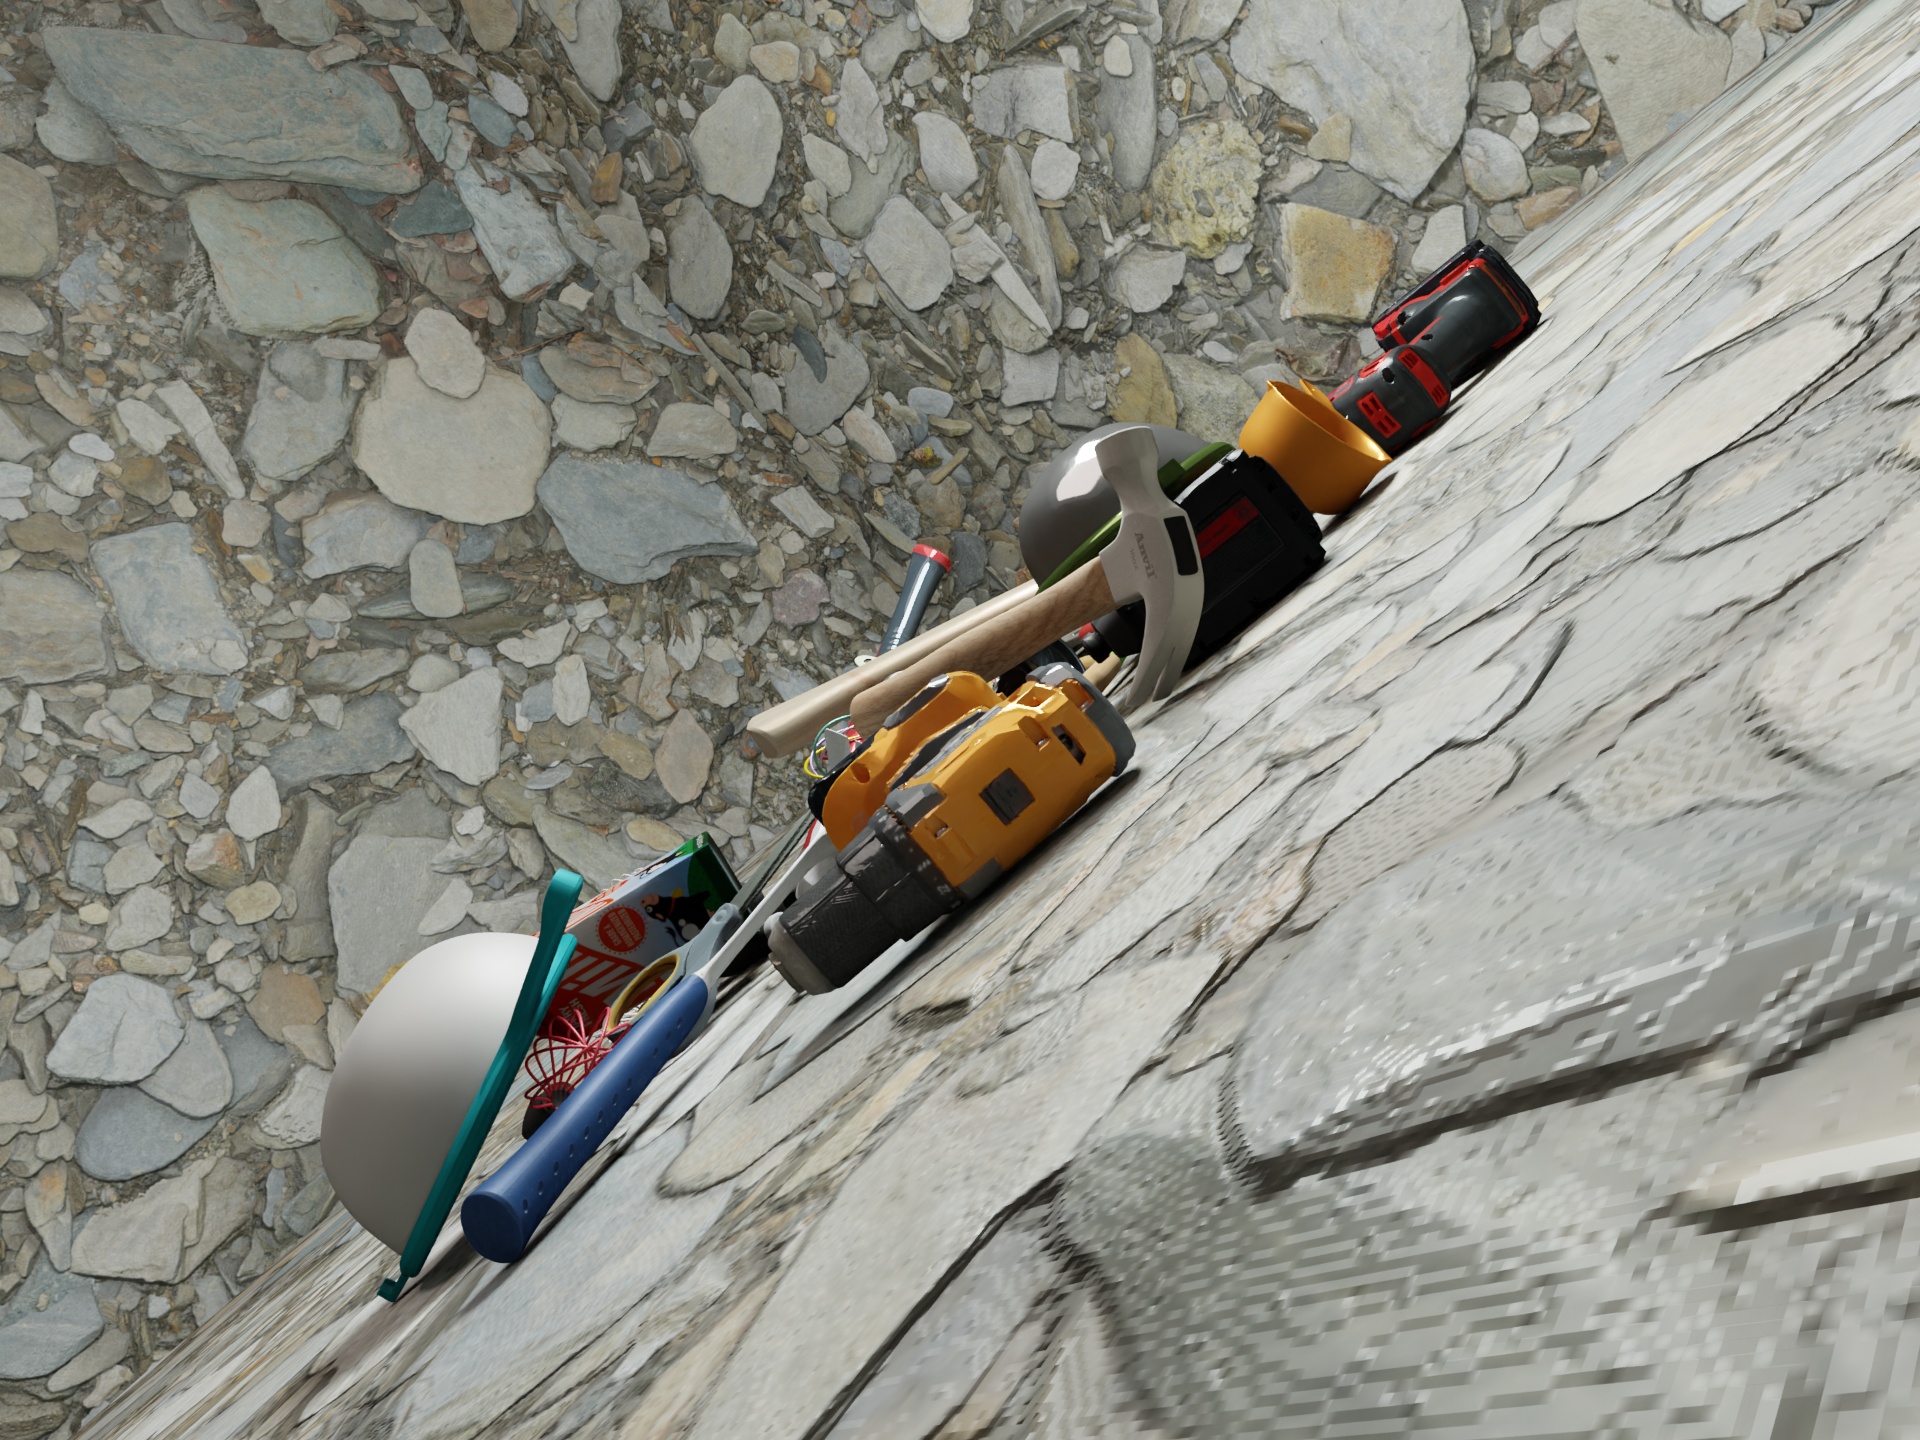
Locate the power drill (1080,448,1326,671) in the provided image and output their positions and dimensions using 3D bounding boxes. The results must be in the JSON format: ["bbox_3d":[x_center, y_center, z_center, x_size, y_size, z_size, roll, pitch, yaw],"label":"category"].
[{"bbox_3d":[0.136,-0.087,0.965,0.143,0.078,0.219,-39,0,3],"label":"power drill"}]

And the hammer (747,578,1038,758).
[{"bbox_3d":[0.027,-0.080,1.183,0.410,0.038,0.146,-26,26,9],"label":"hammer"}]

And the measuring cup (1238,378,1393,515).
[{"bbox_3d":[0.224,-0.186,1.045,0.052,0.095,0.174,-57,7,23],"label":"measuring cup"}]

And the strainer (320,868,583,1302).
[{"bbox_3d":[-0.287,0.168,0.886,0.340,0.095,0.211,122,170,-45],"label":"strainer"}]

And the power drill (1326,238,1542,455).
[{"bbox_3d":[0.313,-0.243,1.180,0.227,0.080,0.188,-45,5,-36],"label":"power drill"}]

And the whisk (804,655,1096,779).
[{"bbox_3d":[-0.003,-0.005,1.155,0.245,0.051,0.047,-20,1,-24],"label":"whisk"}]

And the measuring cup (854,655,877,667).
[{"bbox_3d":[-0.031,-0.039,1.244,0.083,0.038,0.168,-32,37,-32],"label":"measuring cup"}]

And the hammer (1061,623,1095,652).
[{"bbox_3d":[0.134,-0.091,1.446,0.149,0.036,0.359,-39,2,-6],"label":"hammer"}]

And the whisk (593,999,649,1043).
[{"bbox_3d":[-0.224,0.213,1.146,0.059,0.058,0.246,-7,-8,-26],"label":"whisk"}]

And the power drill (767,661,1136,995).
[{"bbox_3d":[-0.020,0.050,0.778,0.185,0.084,0.226,-41,7,-7],"label":"power drill"}]

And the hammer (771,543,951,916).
[{"bbox_3d":[-0.083,0.001,1.329,0.143,0.038,0.387,-39,24,46],"label":"hammer"}]

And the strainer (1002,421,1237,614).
[{"bbox_3d":[0.111,-0.155,1.001,0.151,0.069,0.256,-42,-2,36],"label":"strainer"}]

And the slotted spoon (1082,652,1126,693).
[{"bbox_3d":[0.089,-0.026,1.067,0.070,0.031,0.314,-25,13,40],"label":"slotted spoon"}]

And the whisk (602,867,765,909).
[{"bbox_3d":[-0.226,0.151,1.306,0.070,0.070,0.284,-41,15,-30],"label":"whisk"}]

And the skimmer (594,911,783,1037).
[{"bbox_3d":[-0.235,0.184,1.276,0.127,0.090,0.363,3,-23,-37],"label":"skimmer"}]

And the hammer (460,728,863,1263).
[{"bbox_3d":[-0.144,0.142,0.895,0.406,0.035,0.144,-51,-21,-57],"label":"hammer"}]

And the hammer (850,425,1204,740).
[{"bbox_3d":[0.024,-0.042,0.918,0.031,0.130,0.331,-12,-9,-34],"label":"hammer"}]

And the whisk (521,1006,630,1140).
[{"bbox_3d":[-0.253,0.238,1.016,0.073,0.073,0.295,-41,-3,-30],"label":"whisk"}]
